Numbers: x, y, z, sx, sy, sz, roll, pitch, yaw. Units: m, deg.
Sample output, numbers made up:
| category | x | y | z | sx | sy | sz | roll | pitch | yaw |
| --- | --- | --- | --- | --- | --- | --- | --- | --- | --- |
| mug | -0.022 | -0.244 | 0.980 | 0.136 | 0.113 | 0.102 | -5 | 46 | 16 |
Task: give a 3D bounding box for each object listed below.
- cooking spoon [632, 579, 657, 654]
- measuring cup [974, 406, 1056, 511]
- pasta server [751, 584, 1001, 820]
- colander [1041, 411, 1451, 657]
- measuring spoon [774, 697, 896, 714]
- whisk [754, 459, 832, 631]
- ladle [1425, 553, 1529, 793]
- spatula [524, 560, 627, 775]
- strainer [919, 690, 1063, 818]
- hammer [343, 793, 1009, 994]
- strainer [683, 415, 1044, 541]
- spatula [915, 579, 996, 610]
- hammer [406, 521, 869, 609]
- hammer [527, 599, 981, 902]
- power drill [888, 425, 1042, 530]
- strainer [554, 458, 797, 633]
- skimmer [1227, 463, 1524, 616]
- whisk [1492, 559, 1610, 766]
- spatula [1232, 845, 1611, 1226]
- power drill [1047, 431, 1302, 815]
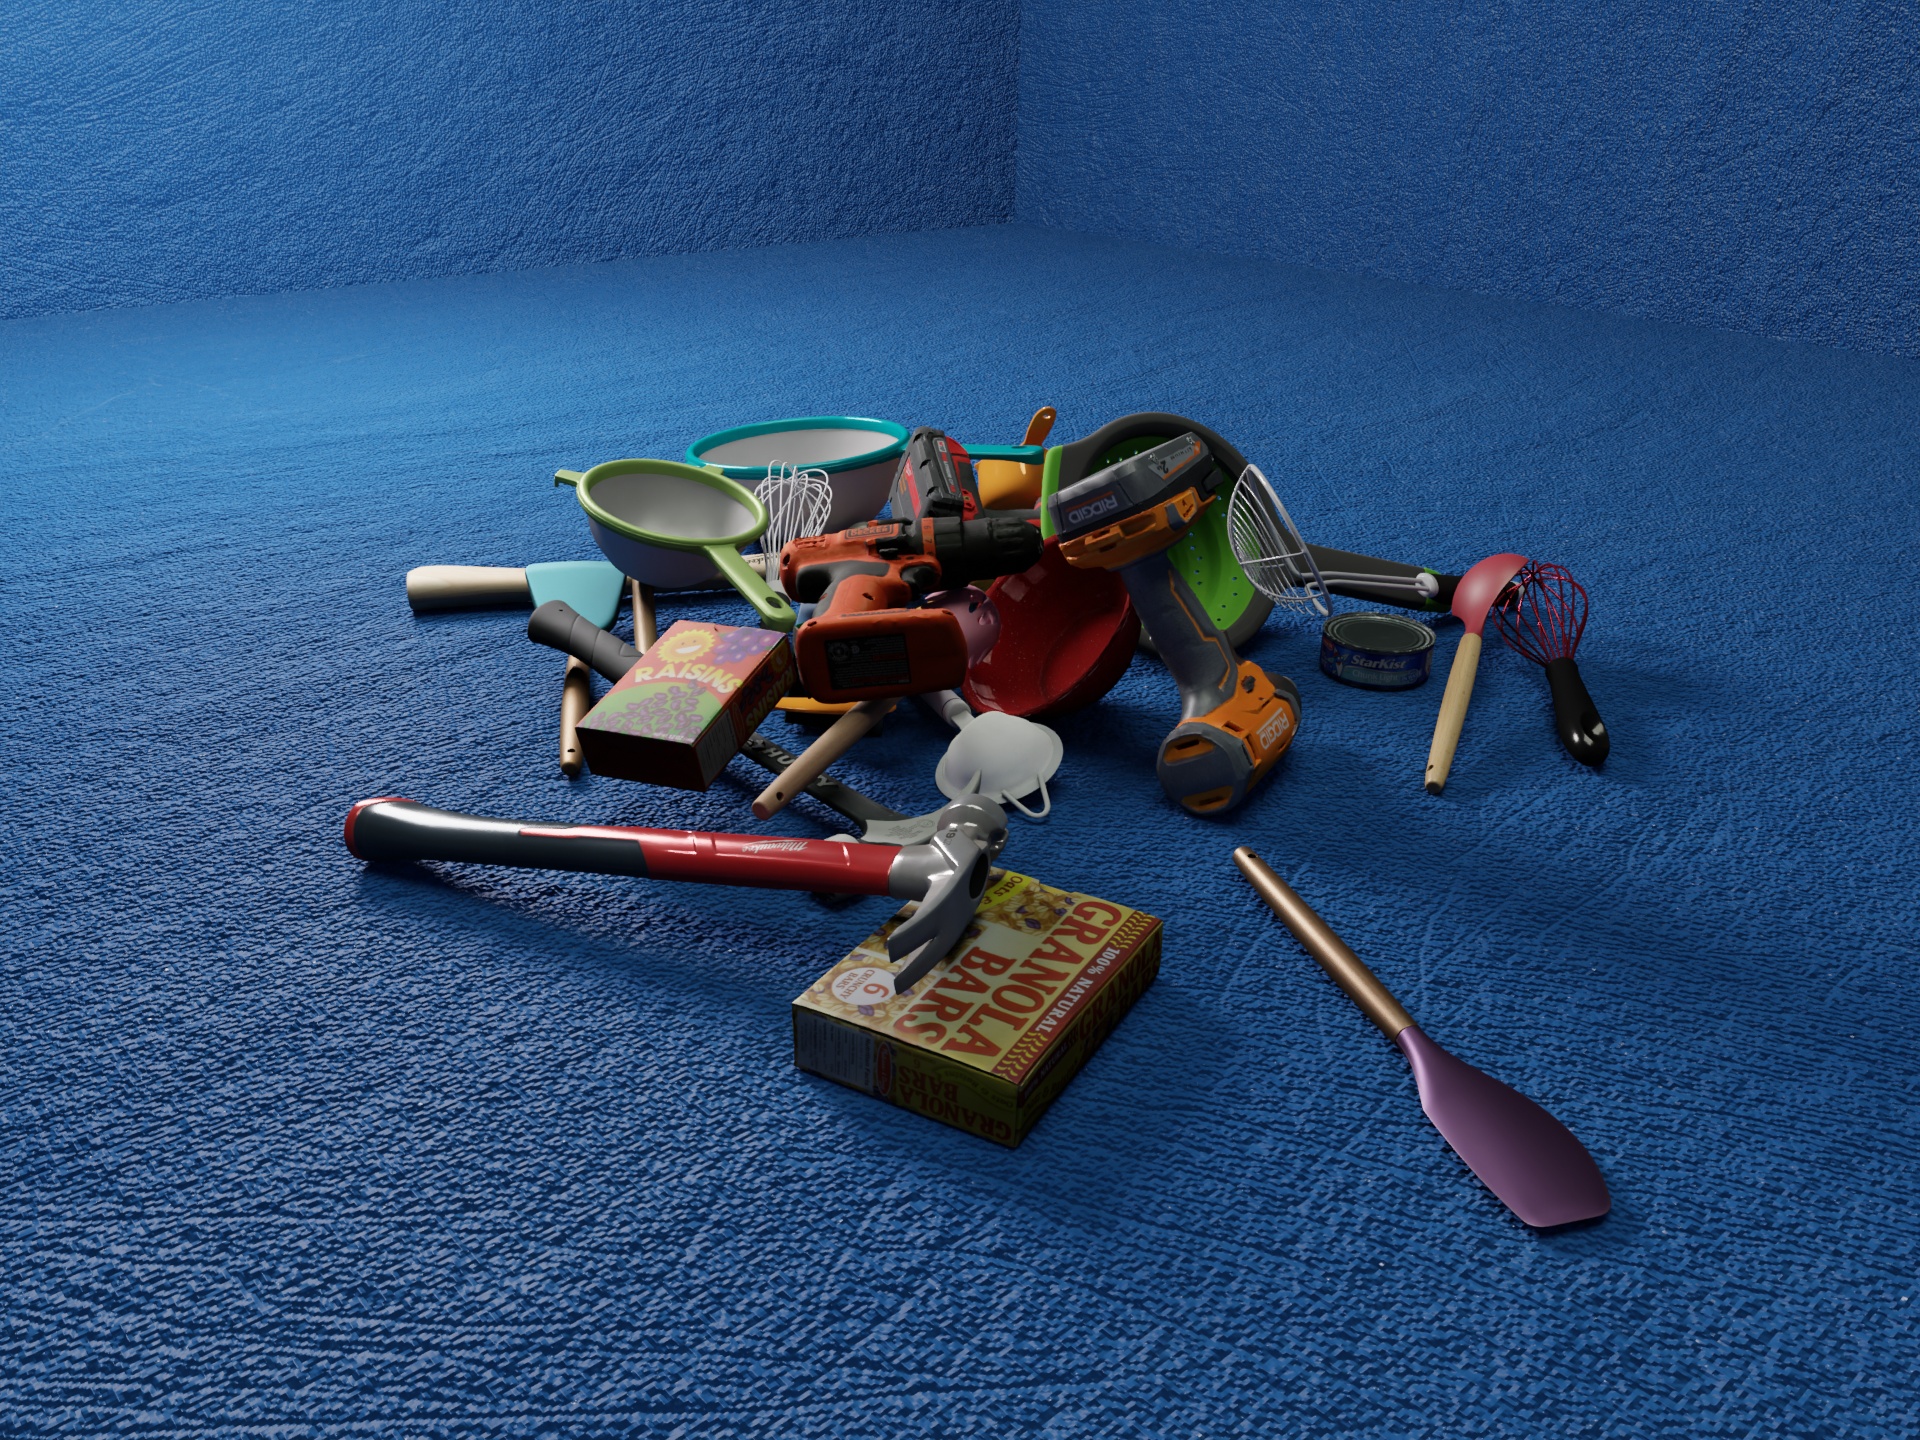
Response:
| category | x | y | z | sx | sy | sz | roll | pitch | yaw |
| --- | --- | --- | --- | --- | --- | --- | --- | --- | --- |
| cooking spoon | -0.237 | -0.055 | 1.196 | 0.068 | 0.017 | 0.319 | -4 | 32 | -11 |
| measuring cup | 0.067 | -0.233 | 1.495 | 0.095 | 0.052 | 0.173 | 2 | -17 | -8 |
| pasta server | -0.048 | -0.016 | 1.029 | 0.040 | 0.060 | 0.316 | -35 | 7 | 39 |
| colander | 0.226 | -0.126 | 1.317 | 0.397 | 0.205 | 0.094 | 9 | -16 | -23 |
| measuring spoon | -0.100 | -0.014 | 1.046 | 0.117 | 0.011 | 0.021 | 2 | 26 | -9 |
| whisk | -0.145 | -0.118 | 1.276 | 0.070 | 0.070 | 0.285 | 1 | 42 | 0 |
| ladle | 0.369 | -0.043 | 1.162 | 0.031 | 0.069 | 0.315 | 43 | 41 | -8 |
| spatula | -0.285 | -0.044 | 1.174 | 0.082 | 0.044 | 0.318 | -2 | 25 | -12 |
| strainer | -0.002 | -0.004 | 1.099 | 0.087 | 0.050 | 0.259 | -26 | 28 | -12 |
| hammer | -0.177 | 0.079 | 0.858 | 0.386 | 0.038 | 0.143 | 2 | 26 | 19 |
| strainer | -0.088 | -0.217 | 1.488 | 0.340 | 0.095 | 0.211 | 4 | 24 | 15 |
| spatula | 0.033 | -0.130 | 1.381 | 0.081 | 0.041 | 0.322 | 38 | 39 | 18 |
| hammer | -0.254 | -0.118 | 1.351 | 0.410 | 0.038 | 0.146 | -5 | 26 | -12 |
| hammer | -0.160 | -0.002 | 1.058 | 0.409 | 0.036 | 0.149 | 28 | 34 | 37 |
| power drill | 0.057 | -0.179 | 1.375 | 0.219 | 0.078 | 0.143 | 7 | 44 | -21 |
| strainer | -0.203 | -0.119 | 1.237 | 0.151 | 0.069 | 0.257 | -9 | 39 | -37 |
| skimmer | 0.347 | -0.129 | 1.255 | 0.363 | 0.090 | 0.127 | 1 | 50 | -35 |
| whisk | 0.450 | -0.047 | 1.202 | 0.073 | 0.073 | 0.296 | 5 | 30 | 8 |
| spatula | 0.216 | 0.145 | 0.807 | 0.059 | 0.018 | 0.316 | -6 | 26 | -17 |
| power drill | 0.156 | -0.068 | 1.051 | 0.084 | 0.226 | 0.164 | -18 | 9 | 36 |
